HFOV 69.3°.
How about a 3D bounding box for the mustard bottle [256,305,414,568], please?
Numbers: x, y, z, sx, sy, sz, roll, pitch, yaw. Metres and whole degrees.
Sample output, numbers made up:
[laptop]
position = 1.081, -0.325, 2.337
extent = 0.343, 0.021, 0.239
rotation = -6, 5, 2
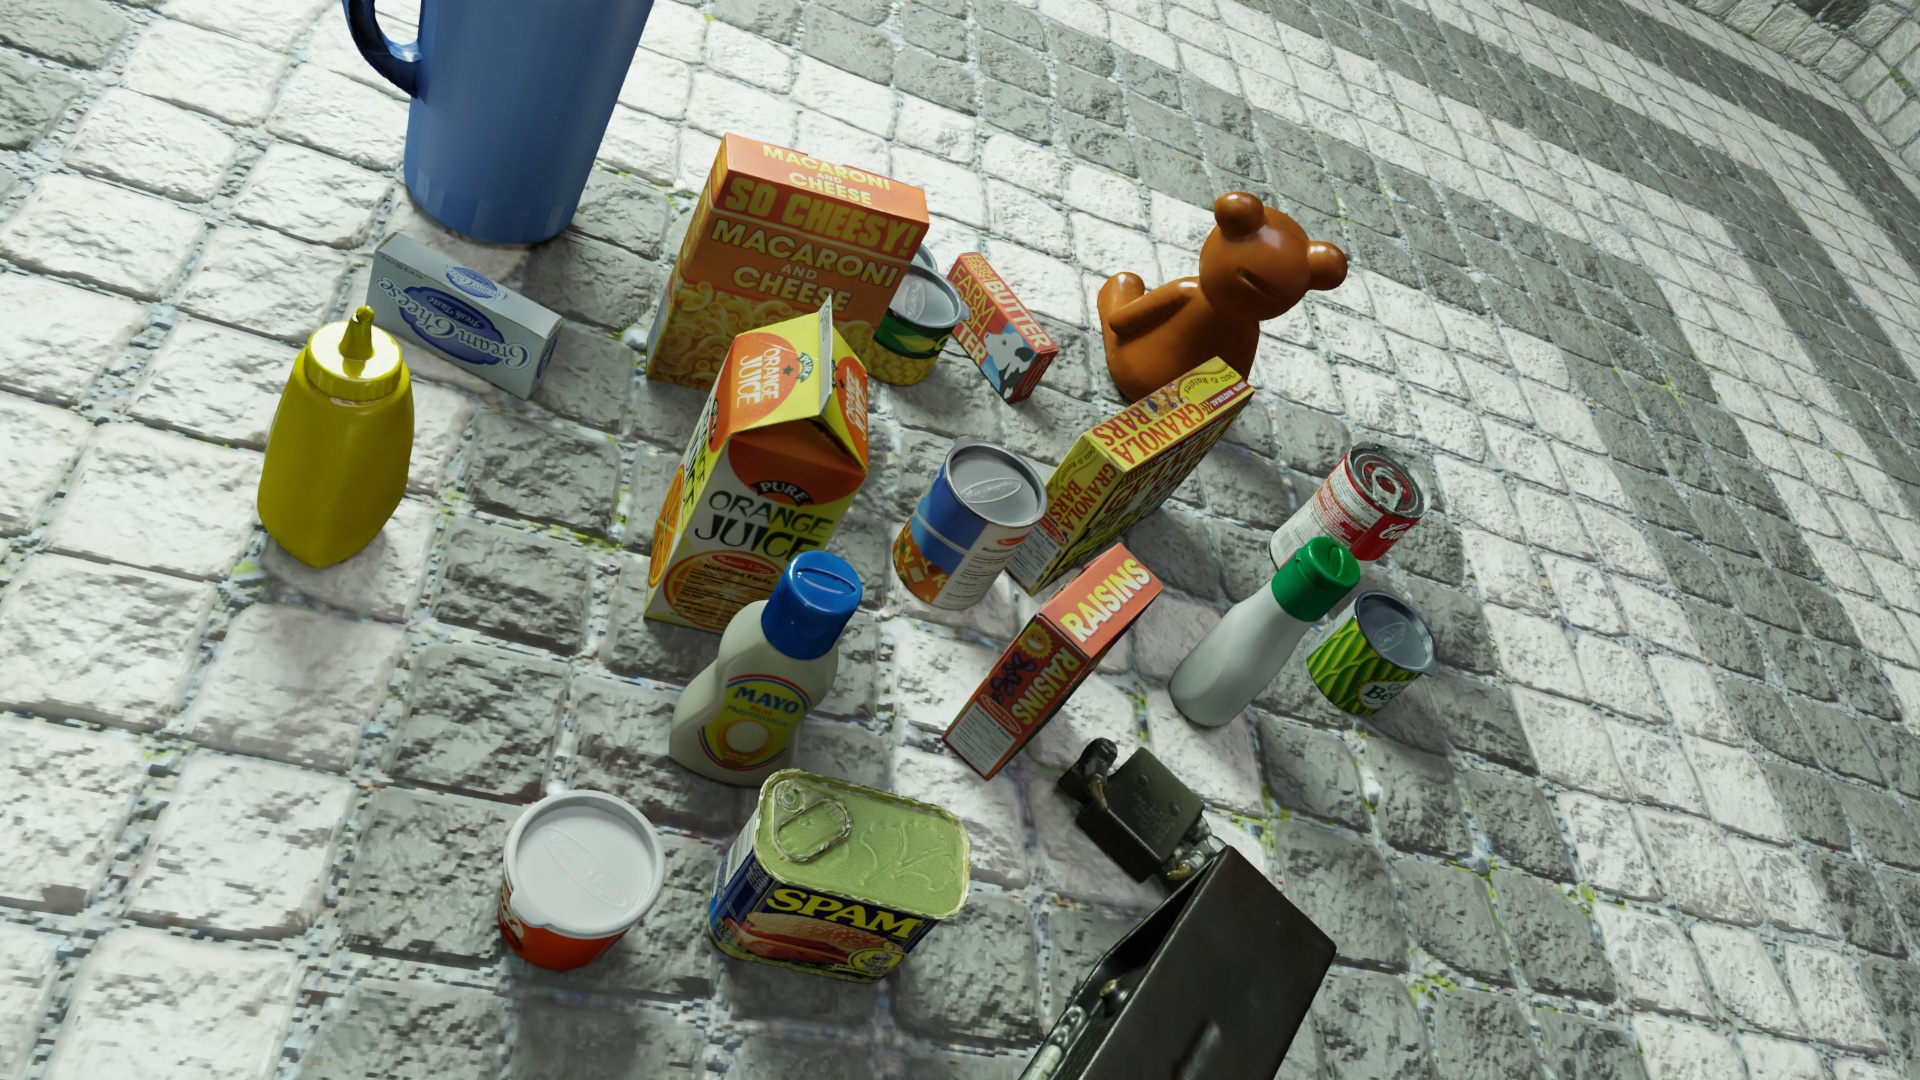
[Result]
[mustard bottle]
position = -0.284, -0.054, 0.640
extent = 0.049, 0.159, 0.066
rotation = 36, 42, 2

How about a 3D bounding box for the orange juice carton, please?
[orange juice carton]
position = -0.100, -0.034, 0.711
extent = 0.073, 0.191, 0.072
rotation = 15, 46, -20

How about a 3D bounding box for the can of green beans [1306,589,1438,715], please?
[can of green beans]
position = 0.278, 0.077, 0.942
extent = 0.071, 0.057, 0.071
rotation = 17, 45, -18

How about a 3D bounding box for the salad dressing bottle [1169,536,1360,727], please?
[salad dressing bottle]
position = 0.182, 0.056, 0.836
extent = 0.044, 0.146, 0.064
rotation = 29, 42, -5

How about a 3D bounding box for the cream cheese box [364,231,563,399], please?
[cream cheese box]
position = -0.281, -0.126, 0.786
extent = 0.104, 0.053, 0.024
rotation = 27, 43, -7

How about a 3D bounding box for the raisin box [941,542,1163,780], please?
[raisin box]
position = 0.050, 0.067, 0.763
extent = 0.040, 0.122, 0.086
rotation = 44, 43, 10

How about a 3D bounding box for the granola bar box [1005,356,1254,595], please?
[granola bar box]
position = 0.108, -0.043, 0.898
extent = 0.039, 0.123, 0.166
rotation = 46, 44, 12

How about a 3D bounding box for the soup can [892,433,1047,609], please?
[soup can]
position = 0.003, -0.010, 0.833
extent = 0.071, 0.083, 0.072
rotation = 17, 45, -18

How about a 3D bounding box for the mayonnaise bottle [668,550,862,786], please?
[mayonnaise bottle]
position = -0.090, 0.063, 0.662
extent = 0.065, 0.147, 0.041
rotation = 19, 44, -16

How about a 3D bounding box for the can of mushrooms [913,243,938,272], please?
[can of mushrooms]
position = -0.052, -0.197, 1.007
extent = 0.071, 0.033, 0.071
rotation = 17, 45, -18

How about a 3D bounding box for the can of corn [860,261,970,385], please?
[can of corn]
position = -0.037, -0.148, 0.953
extent = 0.071, 0.058, 0.071
rotation = 17, 45, -18

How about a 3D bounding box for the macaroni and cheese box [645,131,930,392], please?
[macaroni and cheese box]
position = -0.108, -0.155, 0.836
extent = 0.124, 0.165, 0.040
rotation = 10, 47, -24

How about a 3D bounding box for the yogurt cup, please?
[yogurt cup]
position = -0.168, 0.150, 0.603
extent = 0.072, 0.053, 0.073
rotation = 17, 45, -18

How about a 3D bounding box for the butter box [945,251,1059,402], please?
[butter box]
position = 0.023, -0.154, 1.000
extent = 0.024, 0.052, 0.104
rotation = -17, 62, -41
